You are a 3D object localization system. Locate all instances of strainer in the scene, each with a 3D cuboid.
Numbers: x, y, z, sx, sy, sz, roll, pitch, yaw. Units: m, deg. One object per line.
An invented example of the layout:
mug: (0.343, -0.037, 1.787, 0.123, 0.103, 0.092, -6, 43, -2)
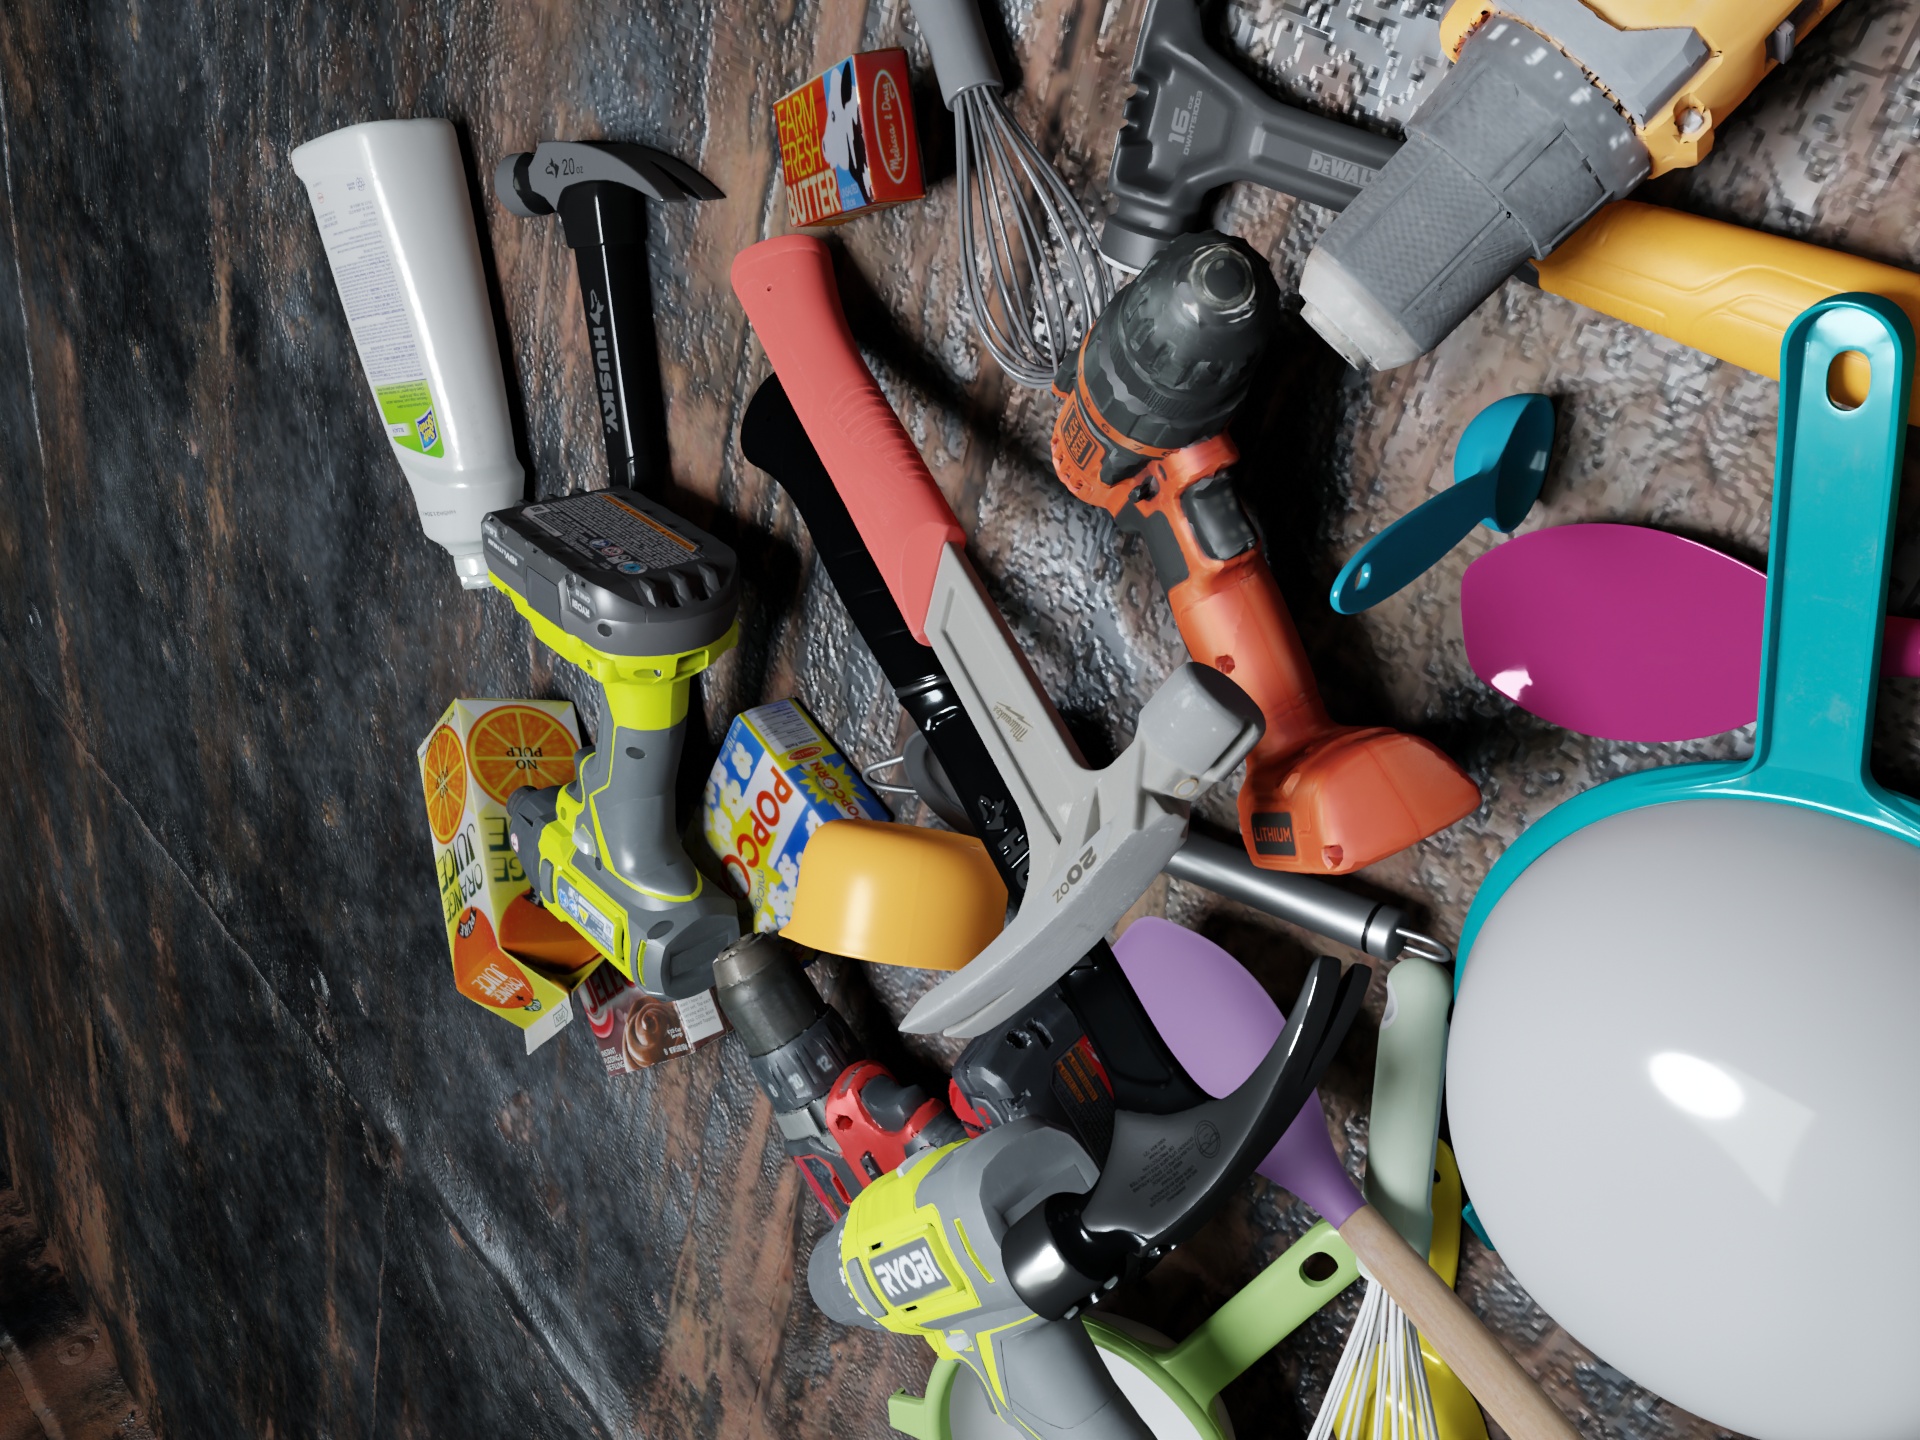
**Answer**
strainer: (0.210, 0.066, 0.423, 0.211, 0.095, 0.340, 15, 122, 43)
strainer: (0.092, 0.276, 0.677, 0.151, 0.069, 0.256, 44, 118, 12)
strainer: (0.070, 0.044, 0.617, 0.259, 0.050, 0.086, 20, 149, 36)

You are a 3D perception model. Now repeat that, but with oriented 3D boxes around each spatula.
spatula: (0.151, 0.186, 0.534, 0.316, 0.018, 0.059, 49, 113, 31)

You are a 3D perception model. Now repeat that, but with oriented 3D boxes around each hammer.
hammer: (-0.001, -0.002, 0.594, 0.149, 0.036, 0.409, -45, 51, 22)
hammer: (-0.025, -0.065, 0.582, 0.149, 0.036, 0.359, -50, 46, 24)
hammer: (-0.161, -0.117, 0.801, 0.146, 0.035, 0.334, 12, 114, 43)
hammer: (0.181, -0.139, 0.442, 0.337, 0.034, 0.127, 34, 128, 32)

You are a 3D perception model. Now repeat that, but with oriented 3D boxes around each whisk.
whisk: (0.155, 0.205, 0.570, 0.059, 0.058, 0.246, 4, 97, 5)
whisk: (0.004, -0.231, 0.581, 0.055, 0.055, 0.239, -21, 85, 48)

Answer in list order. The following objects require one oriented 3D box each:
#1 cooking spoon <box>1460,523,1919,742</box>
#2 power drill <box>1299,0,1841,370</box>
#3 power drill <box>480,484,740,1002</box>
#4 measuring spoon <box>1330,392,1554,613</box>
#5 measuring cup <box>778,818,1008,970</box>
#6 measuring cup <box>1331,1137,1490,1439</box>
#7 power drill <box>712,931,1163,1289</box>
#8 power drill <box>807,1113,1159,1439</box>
cooking spoon: (0.276, -0.016, 0.402, 0.319, 0.017, 0.068, 8, 116, 44)
power drill: (0.109, -0.219, 0.414, 0.185, 0.084, 0.226, -46, 70, 17)
power drill: (-0.176, 0.007, 0.782, 0.171, 0.080, 0.223, 31, 127, 37)
measuring spoon: (0.132, -0.061, 0.451, 0.021, 0.128, 0.042, 22, 130, 36)
measuring cup: (-0.029, 0.068, 0.693, 0.173, 0.095, 0.052, -163, 82, -82)
measuring cup: (0.168, 0.227, 0.596, 0.062, 0.029, 0.156, 16, 118, 41)
power drill: (-0.014, 0.167, 0.713, 0.226, 0.080, 0.188, -24, 99, 51)
power drill: (0.029, 0.273, 0.608, 0.228, 0.080, 0.190, 59, 144, 10)
